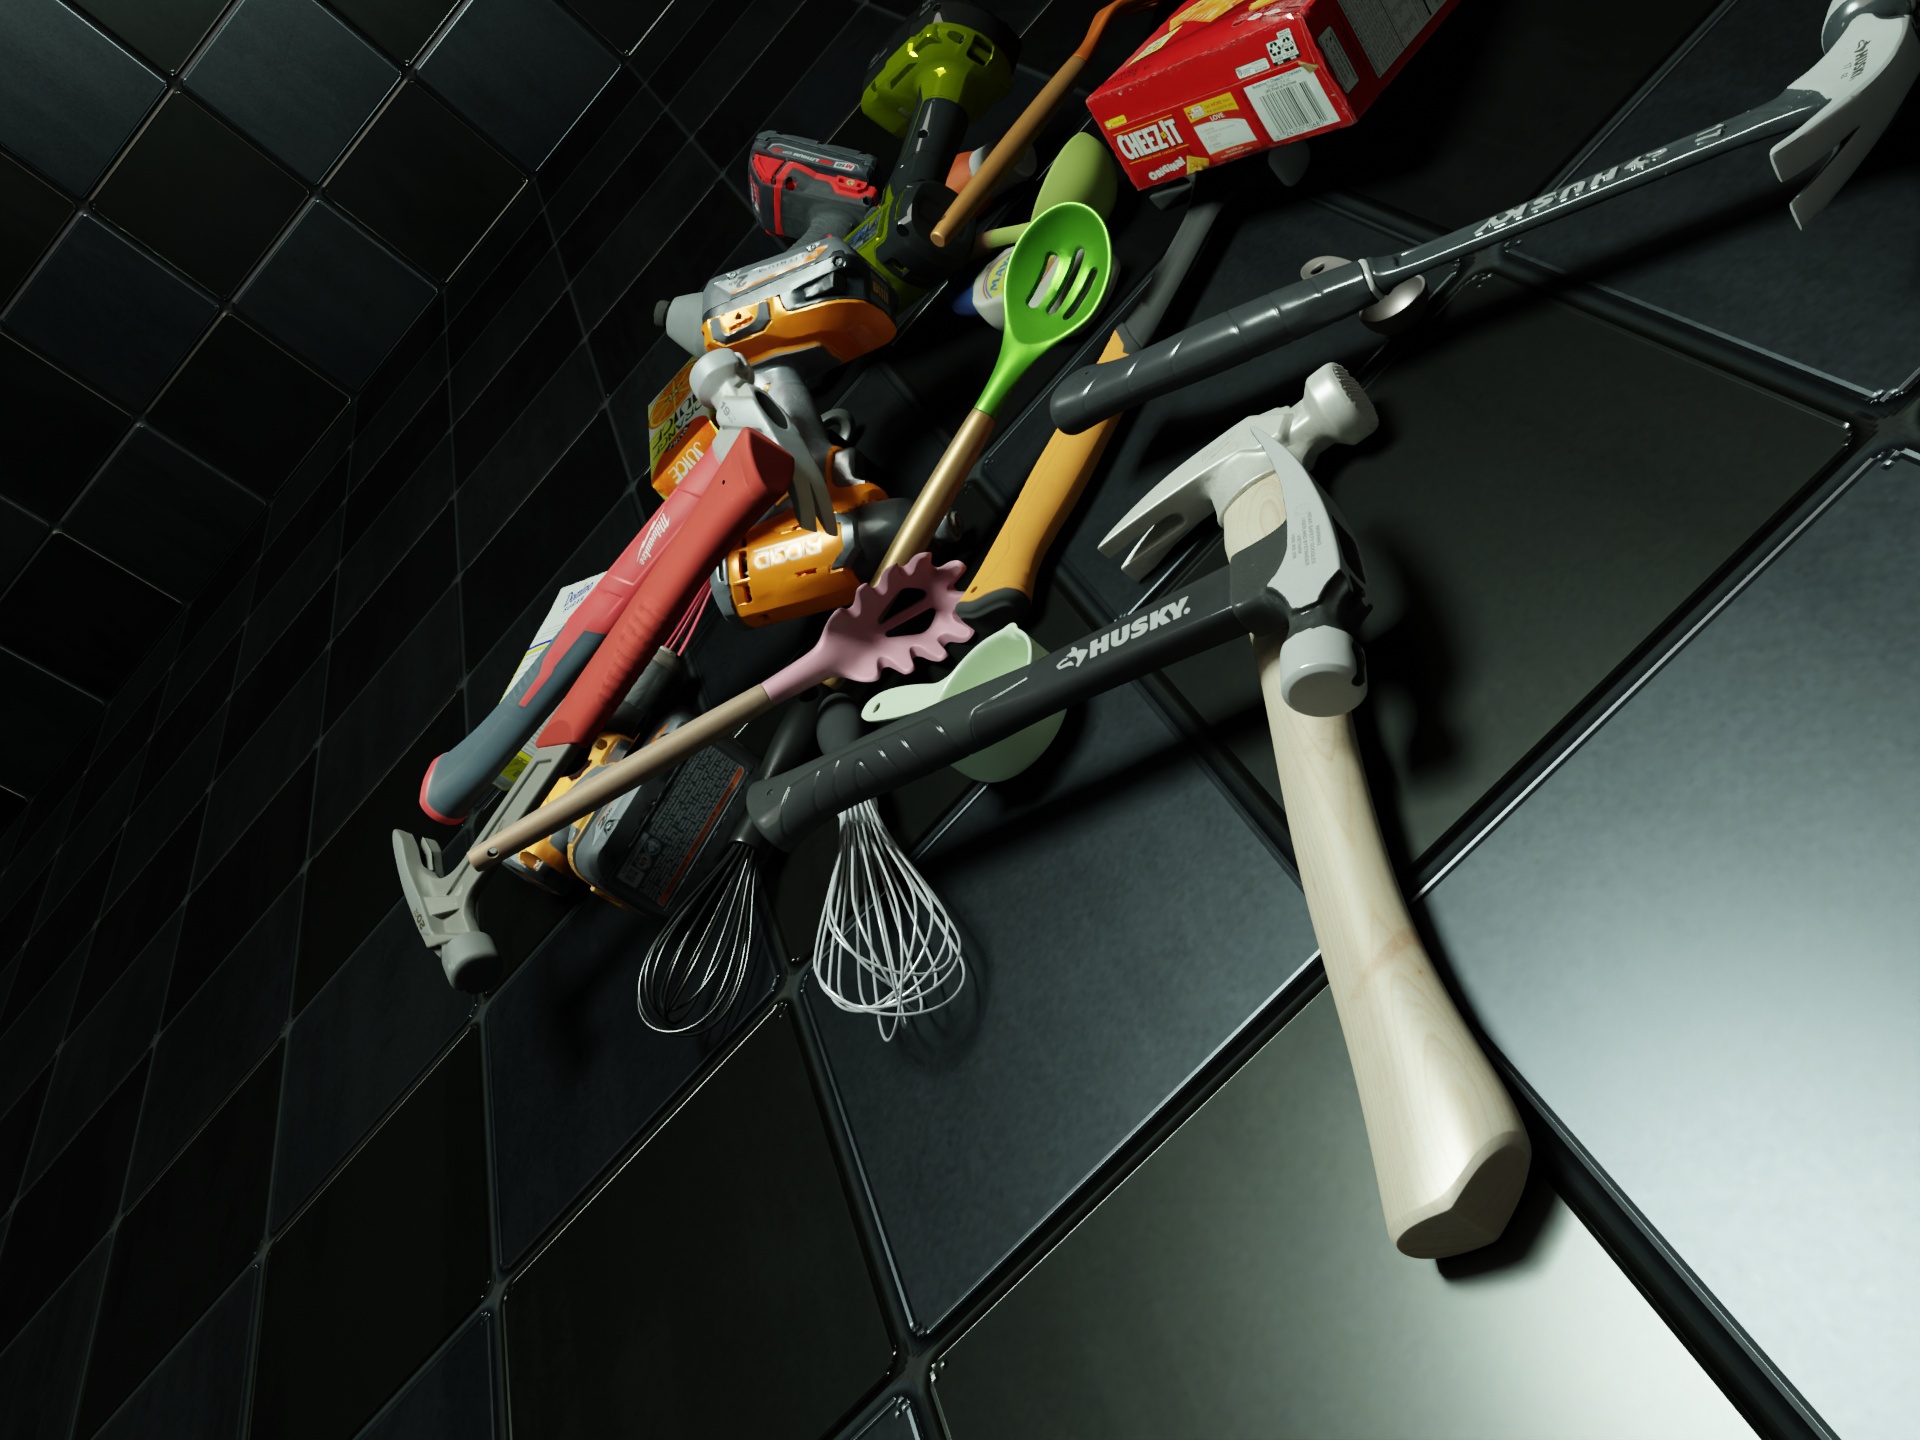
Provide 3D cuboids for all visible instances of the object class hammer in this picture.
[{"bbox_3d":[0.135,0.017,0.633,0.146,0.038,0.411,-35,36,29],"label":"hammer"},{"bbox_3d":[0.082,-0.196,0.912,0.127,0.034,0.337,8,66,54],"label":"hammer"},{"bbox_3d":[-0.216,-0.019,0.930,0.359,0.036,0.149,-53,43,11],"label":"hammer"},{"bbox_3d":[-0.227,-0.049,1.013,0.386,0.038,0.143,-45,62,25],"label":"hammer"},{"bbox_3d":[0.200,-0.201,0.713,0.409,0.036,0.149,-14,31,44],"label":"hammer"},{"bbox_3d":[0.027,-0.014,0.718,0.335,0.035,0.146,-25,42,33],"label":"hammer"}]

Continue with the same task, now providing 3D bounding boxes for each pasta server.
[{"bbox_3d":[-0.131,-0.001,0.886,0.316,0.060,0.040,-30,7,-8],"label":"pasta server"}]

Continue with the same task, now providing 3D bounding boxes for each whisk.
[{"bbox_3d":[-0.119,0.073,0.904,0.055,0.055,0.239,-16,43,45],"label":"whisk"},{"bbox_3d":[-0.183,-0.117,1.161,0.296,0.073,0.073,-46,32,2],"label":"whisk"},{"bbox_3d":[-0.051,0.059,0.820,0.070,0.070,0.285,-44,28,15],"label":"whisk"}]

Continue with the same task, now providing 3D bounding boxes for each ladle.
[{"bbox_3d":[0.004,-0.351,1.148,0.320,0.062,0.078,5,58,57],"label":"ladle"}]

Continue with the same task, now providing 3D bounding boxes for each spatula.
[{"bbox_3d":[0.075,-0.429,1.093,0.081,0.041,0.323,-1,49,56],"label":"spatula"}]

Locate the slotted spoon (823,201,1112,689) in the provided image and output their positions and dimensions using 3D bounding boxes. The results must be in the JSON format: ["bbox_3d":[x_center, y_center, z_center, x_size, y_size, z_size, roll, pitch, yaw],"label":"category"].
[{"bbox_3d":[0.000,-0.157,0.928,0.070,0.031,0.314,31,92,29],"label":"slotted spoon"}]

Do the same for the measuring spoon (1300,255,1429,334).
[{"bbox_3d":[0.201,-0.215,0.800,0.034,0.018,0.124,-39,27,8],"label":"measuring spoon"}]

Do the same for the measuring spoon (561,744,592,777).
[{"bbox_3d":[-0.263,0.049,1.003,0.128,0.021,0.042,-53,33,26],"label":"measuring spoon"}]

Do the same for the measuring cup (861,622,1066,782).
[{"bbox_3d":[-0.001,-0.003,0.835,0.167,0.038,0.083,-5,54,60],"label":"measuring cup"}]

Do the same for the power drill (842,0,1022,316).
[{"bbox_3d":[-0.044,-0.388,1.151,0.190,0.080,0.229,-16,55,56],"label":"power drill"}]

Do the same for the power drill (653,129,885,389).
[{"bbox_3d":[-0.151,-0.371,1.292,0.078,0.143,0.220,96,-170,-60],"label":"power drill"}]

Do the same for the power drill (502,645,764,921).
[{"bbox_3d":[-0.207,0.033,1.028,0.226,0.084,0.185,4,61,59],"label":"power drill"}]

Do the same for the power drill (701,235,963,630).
[{"bbox_3d":[-0.082,-0.181,1.003,0.164,0.084,0.227,-12,75,23],"label":"power drill"}]
